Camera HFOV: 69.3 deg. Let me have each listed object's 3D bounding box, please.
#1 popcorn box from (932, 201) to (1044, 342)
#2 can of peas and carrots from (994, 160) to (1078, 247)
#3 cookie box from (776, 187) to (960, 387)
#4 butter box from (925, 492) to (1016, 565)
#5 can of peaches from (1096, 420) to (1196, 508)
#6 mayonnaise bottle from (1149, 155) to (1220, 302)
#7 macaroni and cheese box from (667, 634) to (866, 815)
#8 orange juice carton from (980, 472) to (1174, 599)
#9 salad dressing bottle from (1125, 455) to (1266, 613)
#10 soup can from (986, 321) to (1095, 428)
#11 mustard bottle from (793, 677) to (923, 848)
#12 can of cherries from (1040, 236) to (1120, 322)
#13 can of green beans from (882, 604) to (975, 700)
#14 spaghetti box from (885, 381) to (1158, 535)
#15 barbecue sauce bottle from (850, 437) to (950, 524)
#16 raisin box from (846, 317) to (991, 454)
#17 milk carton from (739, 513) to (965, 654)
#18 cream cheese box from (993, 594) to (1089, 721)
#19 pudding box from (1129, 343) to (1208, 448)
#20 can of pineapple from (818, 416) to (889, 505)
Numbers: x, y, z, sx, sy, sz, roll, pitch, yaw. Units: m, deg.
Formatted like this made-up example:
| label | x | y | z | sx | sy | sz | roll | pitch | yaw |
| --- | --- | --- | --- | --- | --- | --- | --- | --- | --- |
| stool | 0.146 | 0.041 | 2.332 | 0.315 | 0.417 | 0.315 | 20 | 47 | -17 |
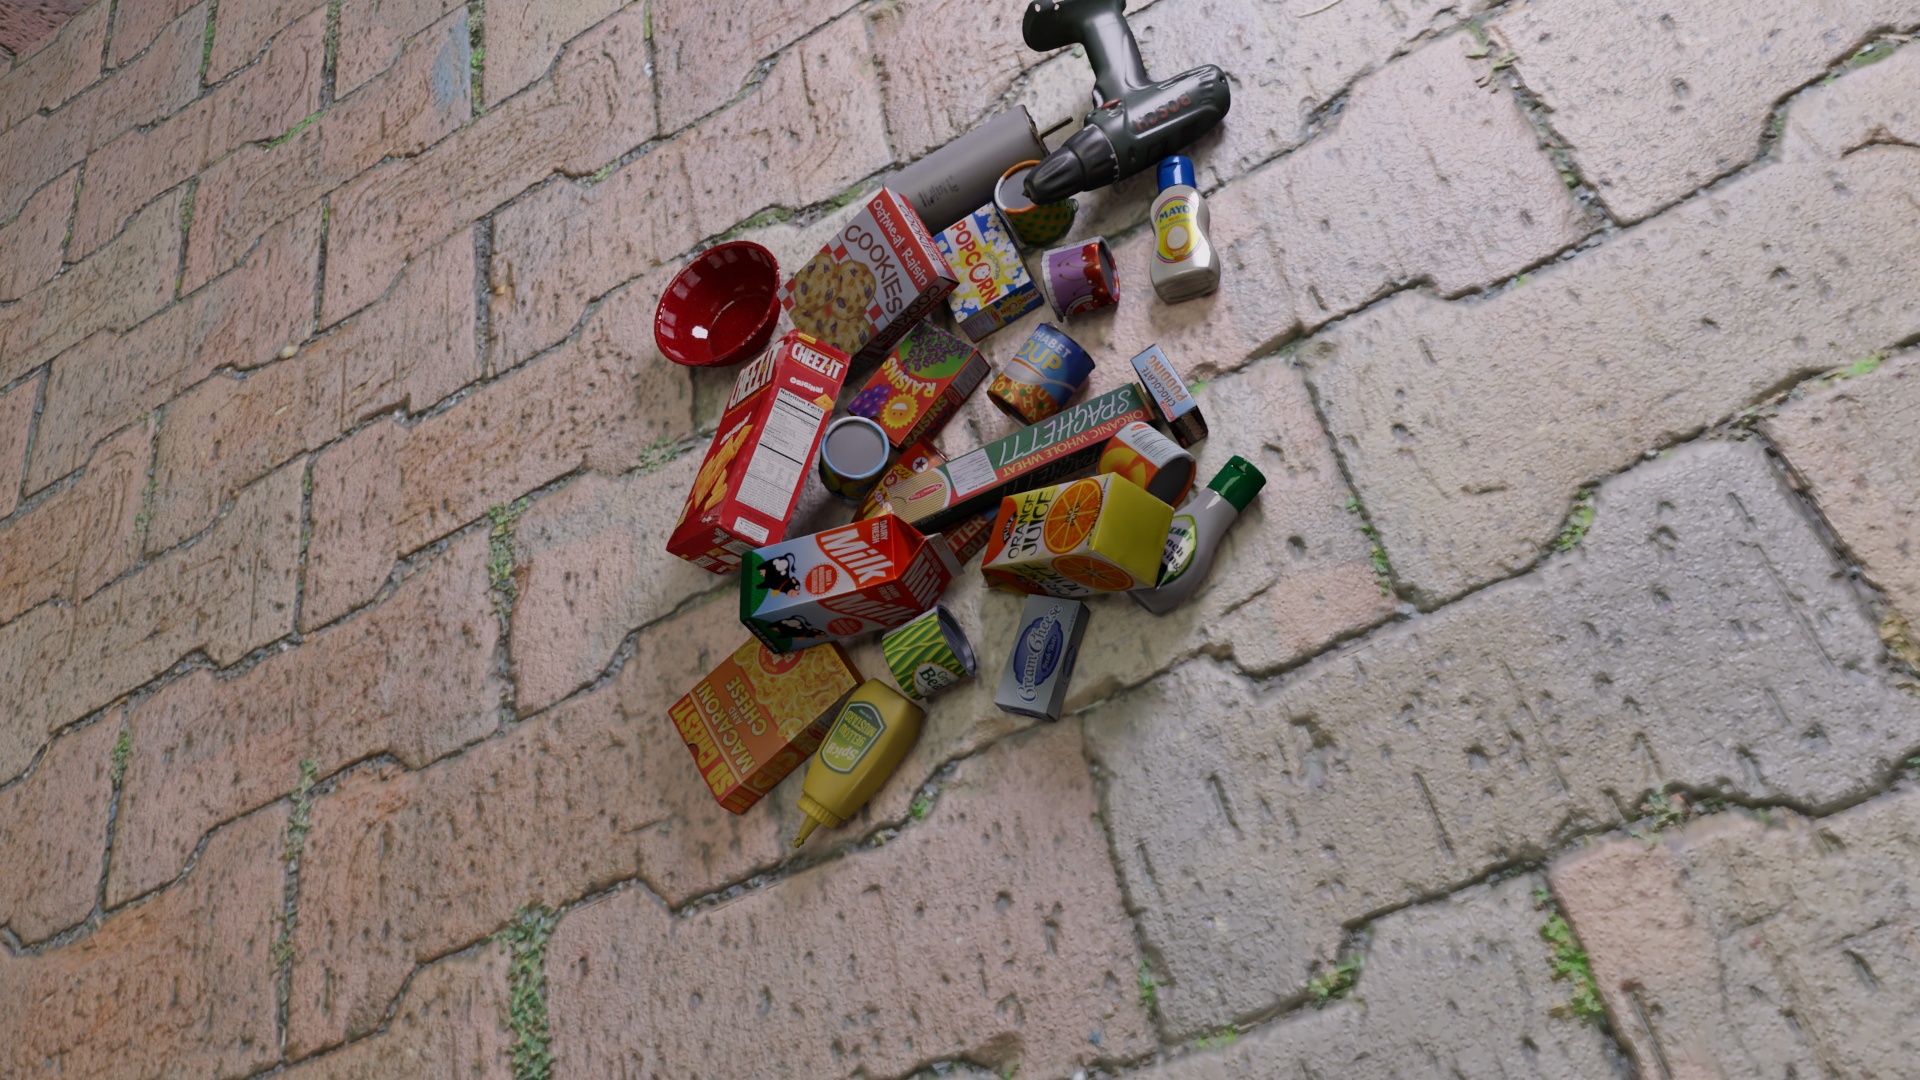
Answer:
| label | x | y | z | sx | sy | sz | roll | pitch | yaw |
| --- | --- | --- | --- | --- | --- | --- | --- | --- | --- |
| popcorn box | 0.022 | -0.272 | 1.405 | 0.085 | 0.038 | 0.127 | -29 | 54 | 11 |
| can of peas and carrots | 0.077 | -0.341 | 1.402 | 0.071 | 0.058 | 0.071 | -12 | 60 | 22 |
| cookie box | -0.096 | -0.257 | 1.414 | 0.167 | 0.040 | 0.123 | -39 | 67 | 23 |
| butter box | 0.005 | -0.016 | 1.283 | 0.103 | 0.024 | 0.053 | -43 | 52 | 0 |
| can of peaches | 0.161 | -0.059 | 1.202 | 0.071 | 0.071 | 0.058 | -48 | 53 | -3 |
| mayonnaise bottle | 0.209 | -0.299 | 1.321 | 0.064 | 0.041 | 0.149 | -14 | 59 | 23 |
| macaroni and cheese box | -0.177 | 0.150 | 1.276 | 0.166 | 0.040 | 0.124 | -41 | 52 | 1 |
| orange juice carton | 0.084 | 0.001 | 1.177 | 0.192 | 0.073 | 0.072 | -11 | 56 | 54 |
| salad dressing bottle | 0.195 | -0.006 | 1.166 | 0.148 | 0.044 | 0.064 | -48 | 52 | -4 |
| soup can | 0.073 | -0.151 | 1.292 | 0.071 | 0.071 | 0.084 | 35 | 84 | 36 |
| mustard bottle | -0.097 | 0.199 | 1.203 | 0.065 | 0.048 | 0.160 | 26 | 78 | 37 |
| can of cherries | 0.116 | -0.249 | 1.329 | 0.058 | 0.071 | 0.072 | -12 | 59 | 21 |
| can of green beans | -0.028 | 0.098 | 1.211 | 0.058 | 0.071 | 0.071 | -29 | 54 | 12 |
| spaghetti box | 0.056 | -0.071 | 1.257 | 0.250 | 0.028 | 0.050 | -23 | 54 | 2 |
| barbecue sauce bottle | -0.066 | -0.027 | 1.313 | 0.148 | 0.043 | 0.065 | -44 | 59 | 0 |
| raisin box | -0.042 | -0.149 | 1.371 | 0.086 | 0.040 | 0.123 | 36 | 84 | 36 |
| milk carton | -0.095 | 0.035 | 1.236 | 0.190 | 0.072 | 0.074 | -14 | 54 | 13 |
| cream cheese box | 0.070 | 0.099 | 1.186 | 0.053 | 0.024 | 0.104 | 7 | 68 | 31 |
| pudding box | 0.186 | -0.129 | 1.234 | 0.030 | 0.049 | 0.084 | -30 | 55 | 8 |
| can of pineapple | -0.102 | -0.077 | 1.336 | 0.071 | 0.057 | 0.071 | 2 | 71 | -7 |
